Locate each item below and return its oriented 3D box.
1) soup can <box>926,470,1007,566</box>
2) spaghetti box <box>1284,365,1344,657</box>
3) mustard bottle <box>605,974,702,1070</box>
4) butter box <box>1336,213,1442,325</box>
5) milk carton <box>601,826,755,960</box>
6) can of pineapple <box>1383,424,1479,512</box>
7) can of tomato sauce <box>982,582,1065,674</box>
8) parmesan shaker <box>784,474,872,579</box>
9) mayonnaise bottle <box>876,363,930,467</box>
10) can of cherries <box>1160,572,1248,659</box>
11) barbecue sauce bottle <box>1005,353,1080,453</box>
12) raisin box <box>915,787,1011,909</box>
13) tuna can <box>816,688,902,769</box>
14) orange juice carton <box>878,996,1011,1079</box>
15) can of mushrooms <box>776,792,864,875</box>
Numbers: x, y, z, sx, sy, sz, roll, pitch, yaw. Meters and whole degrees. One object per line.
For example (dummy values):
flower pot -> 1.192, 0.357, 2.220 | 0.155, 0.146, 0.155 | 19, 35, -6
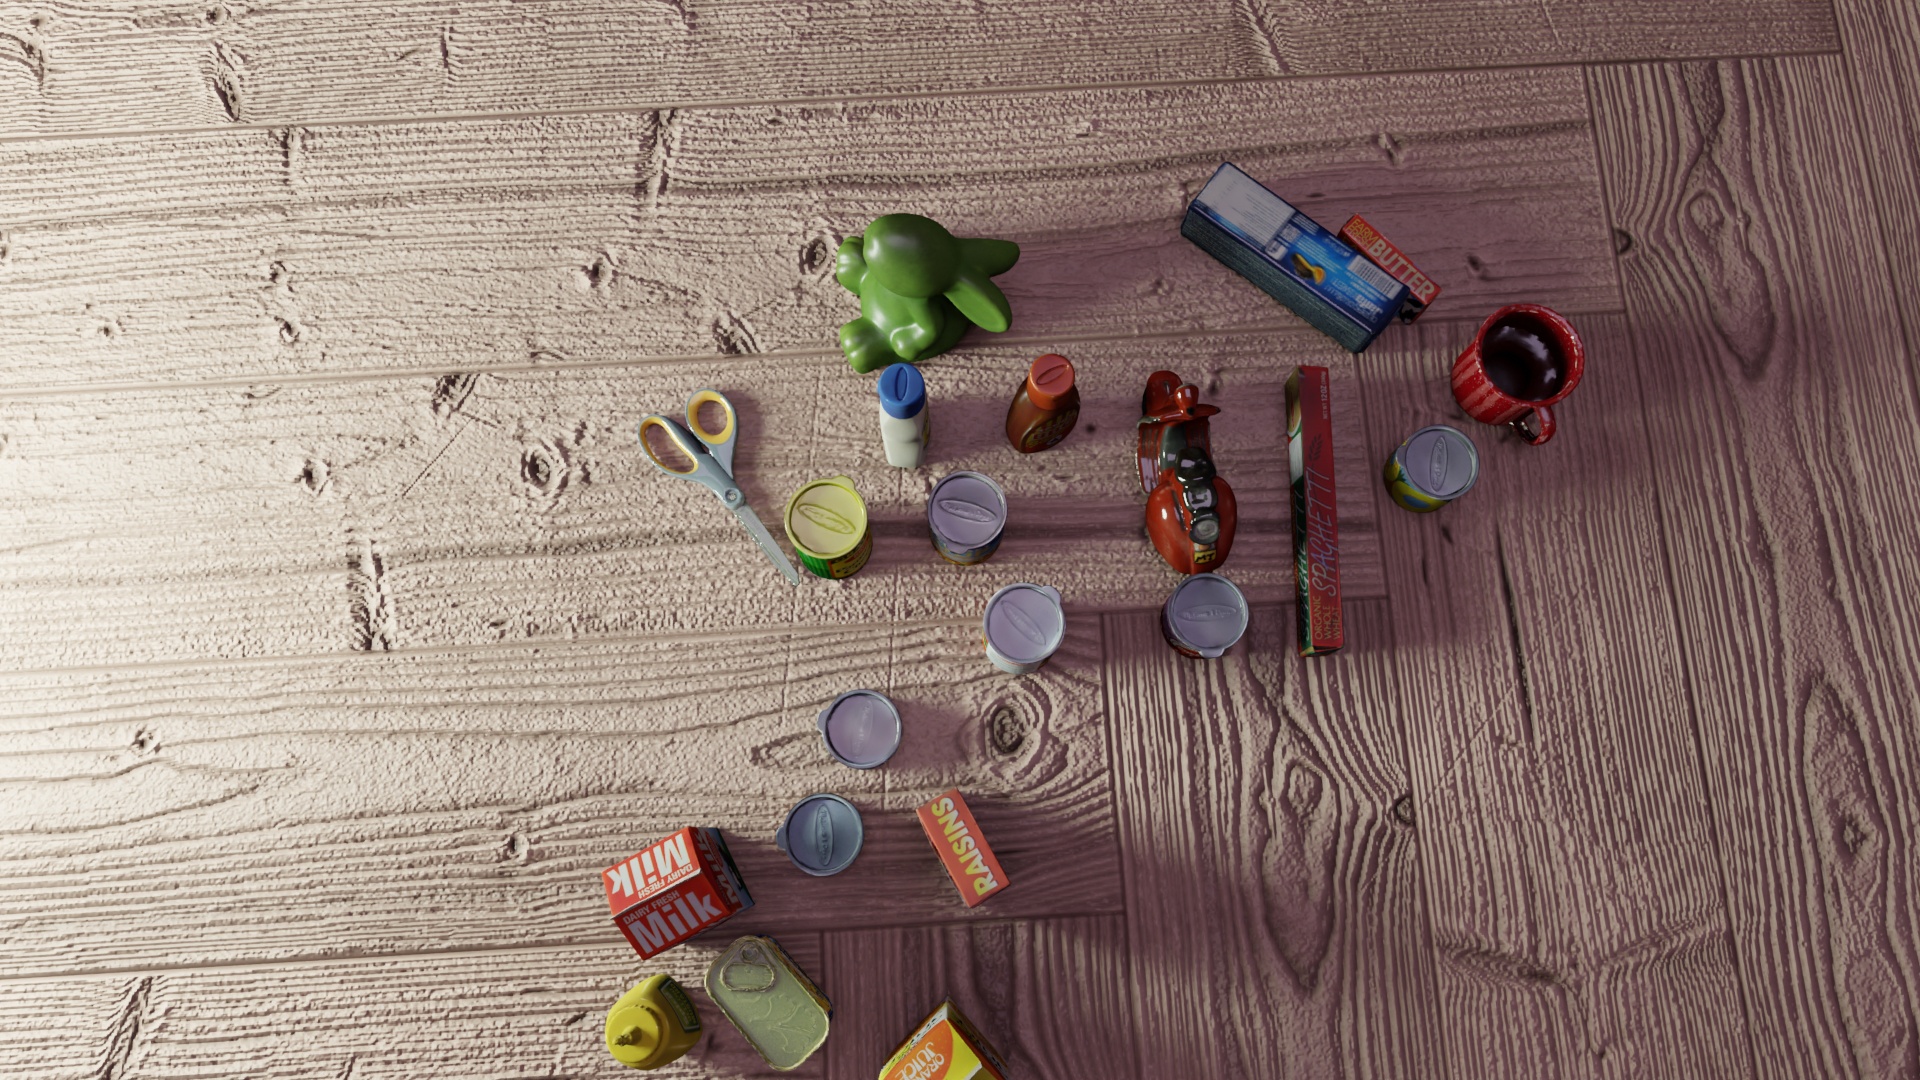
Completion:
soup can -> 0.004, -0.015, 1.173 | 0.071, 0.083, 0.071 | 0, 78, 0
spaghetti box -> 0.303, -0.025, 1.195 | 0.029, 0.050, 0.250 | 0, 78, 0
mustard bottle -> -0.235, 0.367, 1.046 | 0.049, 0.160, 0.065 | -35, 81, -7
butter box -> 0.378, -0.242, 1.243 | 0.024, 0.053, 0.103 | -44, 82, -9
milk carton -> -0.214, 0.265, 1.054 | 0.072, 0.190, 0.073 | -28, 80, -6
can of pineapple -> 0.404, -0.062, 1.201 | 0.071, 0.057, 0.071 | 0, 78, -1
can of tomato sauce -> 0.052, 0.073, 1.154 | 0.071, 0.083, 0.071 | 0, 78, 0
parmesan shaker -> -0.106, -0.010, 1.161 | 0.071, 0.103, 0.071 | 0, 78, 0
mayonnaise bottle -> -0.046, -0.107, 1.160 | 0.041, 0.148, 0.065 | 4, 78, 0
can of cherries -> 0.204, 0.067, 1.170 | 0.071, 0.058, 0.071 | 0, 78, -1
barbecue sauce bottle -> 0.071, -0.116, 1.163 | 0.065, 0.148, 0.044 | -29, 80, -6
raisin box -> 0.001, 0.241, 1.096 | 0.040, 0.123, 0.086 | -28, 80, -6
tuna can -> -0.084, 0.158, 1.160 | 0.071, 0.032, 0.071 | 0, 78, -1
orange juice carton -> -0.011, 0.398, 1.025 | 0.072, 0.192, 0.073 | -43, 82, -9
can of mushrooms -> -0.114, 0.241, 1.140 | 0.071, 0.033, 0.071 | 0, 78, -1
